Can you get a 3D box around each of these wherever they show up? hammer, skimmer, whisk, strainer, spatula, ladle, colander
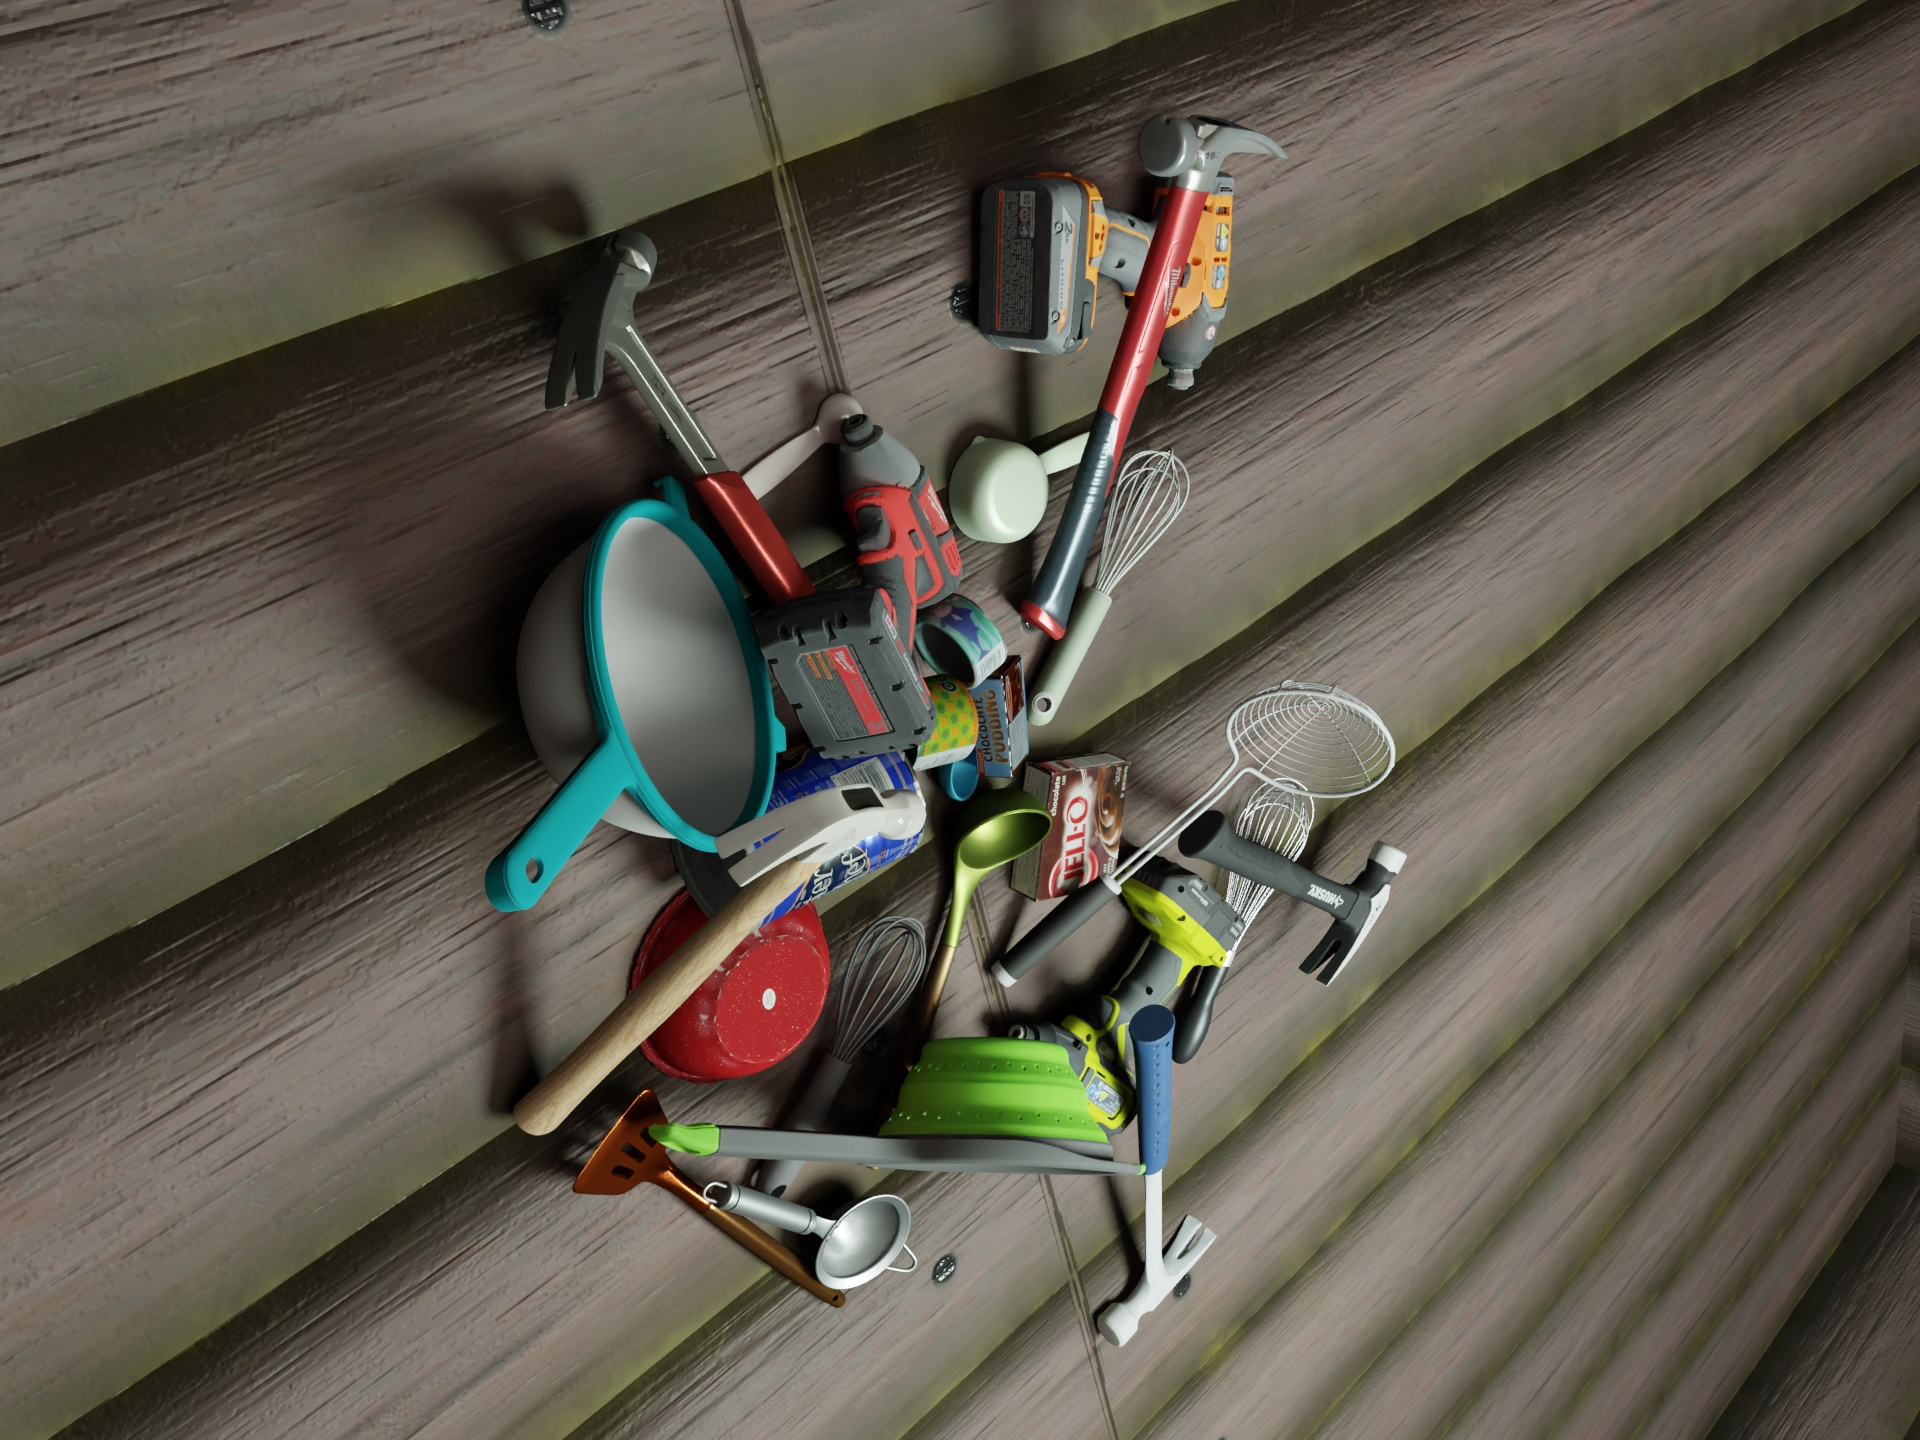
[{"bbox_3d":[-0.136,-0.118,0.986,0.358,0.037,0.149,59,26,-44],"label":"hammer"},{"bbox_3d":[0.170,0.102,1.239,0.363,0.090,0.127,-42,117,9],"label":"skimmer"},{"bbox_3d":[-0.166,0.150,0.964,0.331,0.031,0.130,-44,157,21],"label":"hammer"},{"bbox_3d":[0.174,0.396,1.409,0.144,0.035,0.405,-35,137,-31],"label":"hammer"},{"bbox_3d":[-0.092,0.251,1.177,0.055,0.055,0.239,30,86,-43],"label":"whisk"},{"bbox_3d":[-0.112,0.368,1.174,0.087,0.050,0.258,-53,141,-4],"label":"strainer"},{"bbox_3d":[0.252,0.186,1.467,0.070,0.070,0.284,19,94,-44],"label":"whisk"},{"bbox_3d":[0.288,0.144,1.412,0.334,0.035,0.146,24,95,-48],"label":"hammer"},{"bbox_3d":[-0.209,0.011,0.887,0.340,0.095,0.210,-67,140,-60],"label":"strainer"},{"bbox_3d":[-0.166,0.362,1.145,0.081,0.041,0.322,-53,132,-18],"label":"spatula"},{"bbox_3d":[0.112,-0.107,1.260,0.058,0.059,0.246,28,86,-7],"label":"whisk"},{"bbox_3d":[-0.010,0.202,1.231,0.078,0.062,0.320,16,94,-45],"label":"ladle"},{"bbox_3d":[0.125,-0.235,1.147,0.143,0.038,0.386,-19,135,-48],"label":"hammer"},{"bbox_3d":[-0.038,0.271,1.139,0.396,0.204,0.095,15,68,-37],"label":"colander"}]

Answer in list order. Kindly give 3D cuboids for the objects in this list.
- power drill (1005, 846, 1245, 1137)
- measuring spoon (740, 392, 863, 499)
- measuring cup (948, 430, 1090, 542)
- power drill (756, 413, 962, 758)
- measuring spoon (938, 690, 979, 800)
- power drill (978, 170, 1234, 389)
[{"bbox_3d":[0.136,0.229,1.359,0.223,0.080,0.171,-56,133,-10],"label":"power drill"},{"bbox_3d":[-0.108,-0.175,1.053,0.124,0.018,0.034,-43,127,-24],"label":"measuring spoon"},{"bbox_3d":[0.065,-0.186,1.192,0.167,0.038,0.083,-28,120,-31],"label":"measuring cup"},{"bbox_3d":[-0.057,-0.092,1.026,0.220,0.078,0.143,-79,152,-47],"label":"power drill"},{"bbox_3d":[-0.002,-0.004,1.206,0.042,0.021,0.128,0,93,-60],"label":"measuring spoon"},{"bbox_3d":[0.117,-0.322,1.174,0.226,0.084,0.164,-16,115,-42],"label":"power drill"}]
